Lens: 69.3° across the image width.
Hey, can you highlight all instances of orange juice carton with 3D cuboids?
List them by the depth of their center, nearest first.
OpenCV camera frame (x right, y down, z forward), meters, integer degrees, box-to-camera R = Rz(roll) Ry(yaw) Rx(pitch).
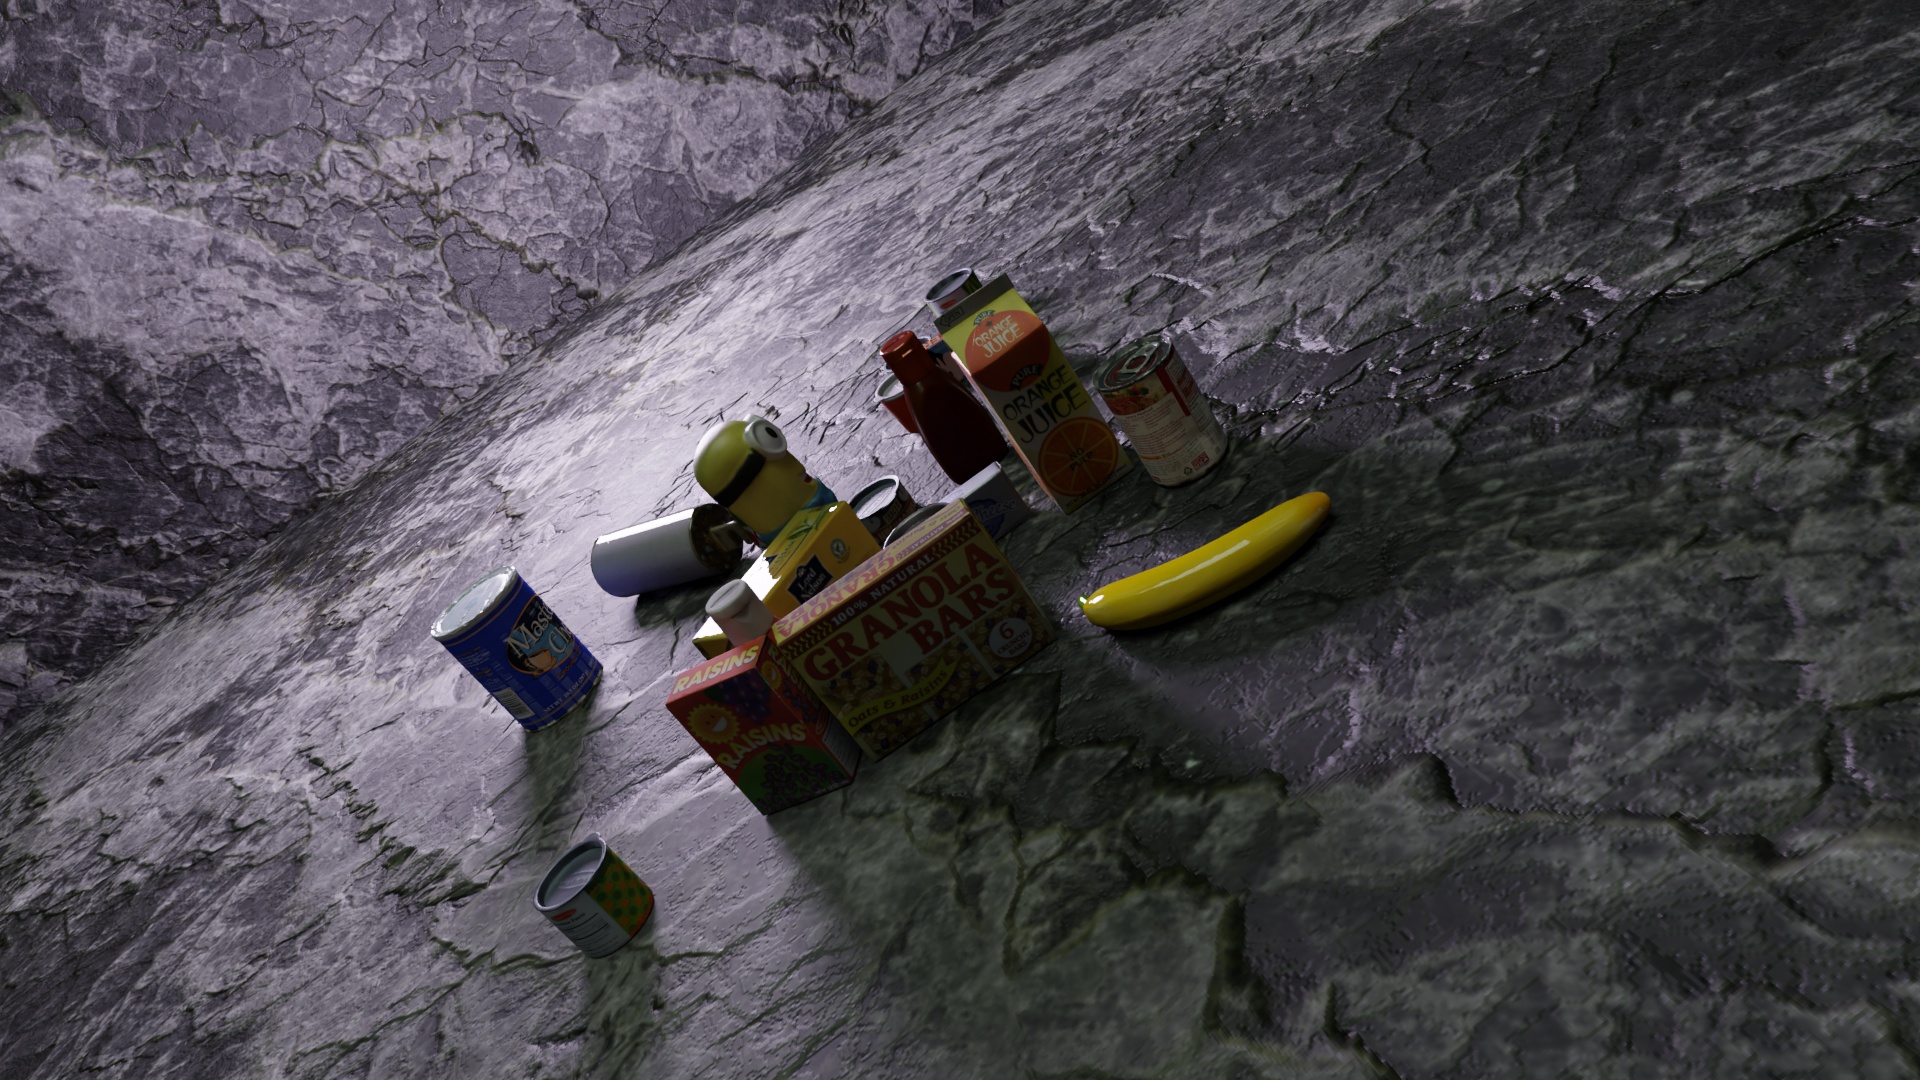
[{"bbox_3d":[0.057,-0.122,1.132,0.072,0.192,0.073,-35,25,1],"label":"orange juice carton"}]

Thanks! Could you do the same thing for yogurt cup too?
[{"bbox_3d":[-0.048,-0.151,1.469,0.072,0.053,0.073,-28,26,15],"label":"yogurt cup"}]

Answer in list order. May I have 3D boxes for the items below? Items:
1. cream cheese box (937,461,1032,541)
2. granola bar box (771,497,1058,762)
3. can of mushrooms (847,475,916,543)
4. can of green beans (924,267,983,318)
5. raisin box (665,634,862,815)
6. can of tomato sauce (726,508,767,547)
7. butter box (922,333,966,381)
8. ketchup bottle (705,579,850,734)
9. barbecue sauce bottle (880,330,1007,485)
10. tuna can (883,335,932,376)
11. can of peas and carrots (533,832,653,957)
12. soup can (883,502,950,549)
[{"bbox_3d":[0.004,-0.015,1.174,0.104,0.053,0.024,-35,25,0],"label":"cream cheese box"},{"bbox_3d":[-0.031,0.066,0.998,0.165,0.124,0.039,-35,25,2],"label":"granola bar box"},{"bbox_3d":[-0.076,-0.028,1.317,0.071,0.033,0.071,-28,26,15],"label":"can of mushrooms"},{"bbox_3d":[0.001,-0.276,1.619,0.071,0.057,0.071,-28,26,15],"label":"can of green beans"},{"bbox_3d":[-0.142,0.136,1.013,0.086,0.123,0.040,-24,28,24],"label":"raisin box"},{"bbox_3d":[-0.210,-0.044,1.450,0.071,0.083,0.071,-28,26,15],"label":"can of tomato sauce"},{"bbox_3d":[0.011,-0.213,1.505,0.103,0.053,0.024,-34,25,4],"label":"butter box"},{"bbox_3d":[-0.134,0.094,1.045,0.065,0.148,0.043,-43,26,-15],"label":"ketchup bottle"},{"bbox_3d":[-0.019,-0.125,1.279,0.065,0.148,0.044,-38,25,-5],"label":"barbecue sauce bottle"},{"bbox_3d":[-0.052,-0.203,1.588,0.071,0.032,0.071,-28,26,15],"label":"tuna can"},{"bbox_3d":[-0.270,0.262,1.027,0.071,0.058,0.071,-28,26,15],"label":"can of peas and carrots"},{"bbox_3d":[-0.010,0.023,1.092,0.071,0.083,0.072,-28,26,15],"label":"soup can"}]
